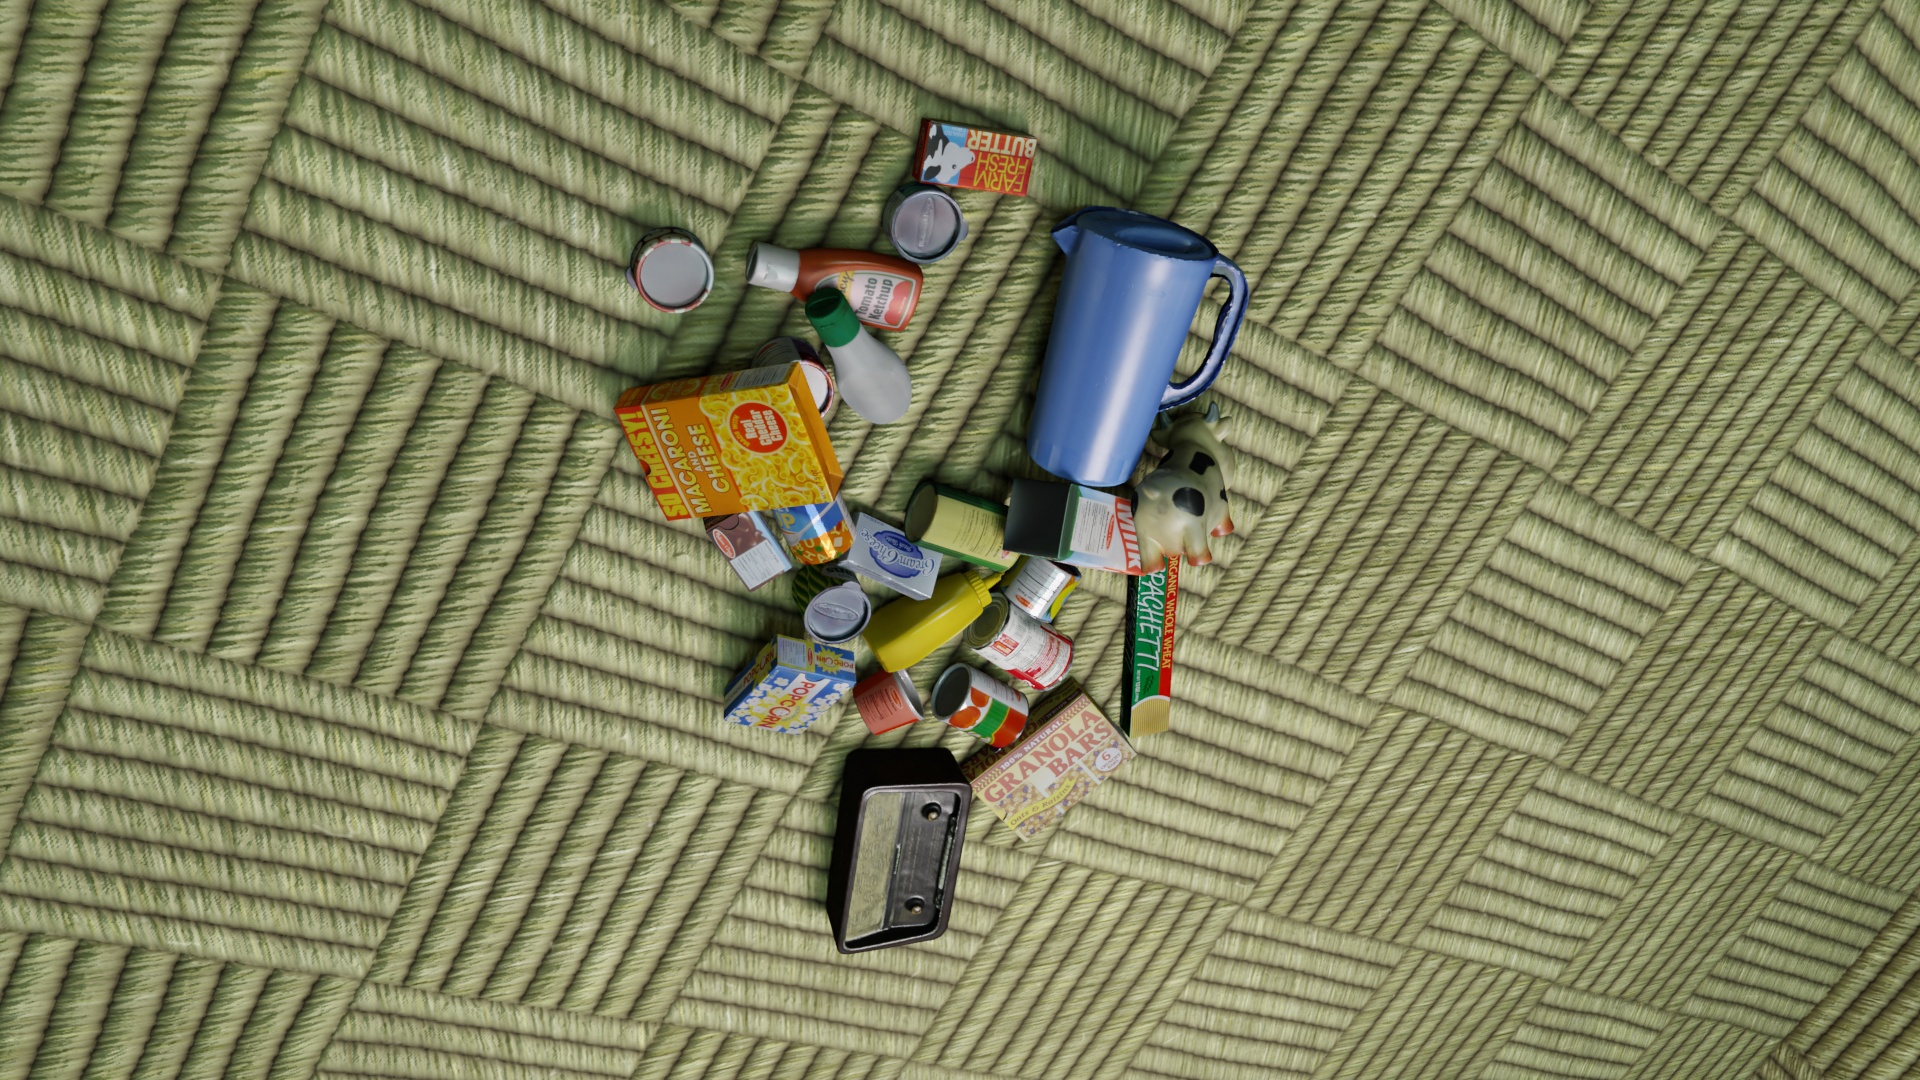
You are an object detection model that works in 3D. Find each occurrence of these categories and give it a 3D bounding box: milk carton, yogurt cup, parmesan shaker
[{"bbox_3d":[0.130,-0.009,1.370,0.191,0.072,0.073,12,87,-49],"label":"milk carton"},{"bbox_3d":[-0.075,0.164,1.427,0.054,0.073,0.072,-27,124,5],"label":"yogurt cup"},{"bbox_3d":[0.005,-0.017,1.355,0.103,0.071,0.071,18,110,-28],"label":"parmesan shaker"}]

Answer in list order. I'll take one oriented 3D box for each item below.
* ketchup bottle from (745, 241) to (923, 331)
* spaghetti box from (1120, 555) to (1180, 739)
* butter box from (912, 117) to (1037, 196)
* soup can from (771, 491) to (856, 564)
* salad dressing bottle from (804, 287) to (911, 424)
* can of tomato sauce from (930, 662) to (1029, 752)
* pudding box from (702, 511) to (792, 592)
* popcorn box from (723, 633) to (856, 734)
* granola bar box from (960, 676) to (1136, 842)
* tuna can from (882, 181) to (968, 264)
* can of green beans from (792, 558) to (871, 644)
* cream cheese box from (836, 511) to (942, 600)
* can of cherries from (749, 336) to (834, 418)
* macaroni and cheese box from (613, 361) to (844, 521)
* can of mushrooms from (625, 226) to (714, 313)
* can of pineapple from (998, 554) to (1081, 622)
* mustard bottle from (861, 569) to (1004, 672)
[{"bbox_3d":[-0.110,-0.226,1.206,0.149,0.044,0.064,9,124,-24],"label":"ketchup bottle"},{"bbox_3d":[0.207,0.108,1.525,0.050,0.029,0.248,-11,121,-16],"label":"spaghetti box"},{"bbox_3d":[0.013,-0.333,1.206,0.104,0.024,0.053,2,116,-22],"label":"butter box"},{"bbox_3d":[-0.143,-0.028,1.290,0.071,0.071,0.083,-25,124,-6],"label":"soup can"},{"bbox_3d":[-0.090,-0.162,1.224,0.064,0.044,0.147,-13,145,15],"label":"salad dressing bottle"},{"bbox_3d":[0.019,0.176,1.467,0.083,0.071,0.071,30,104,-31],"label":"can of tomato sauce"},{"bbox_3d":[-0.200,0.003,1.307,0.050,0.030,0.083,-31,124,-1],"label":"pudding box"},{"bbox_3d":[-0.169,0.143,1.361,0.085,0.038,0.126,16,141,-27],"label":"popcorn box"},{"bbox_3d":[0.099,0.247,1.554,0.165,0.039,0.124,-39,124,3],"label":"granola bar box"},{"bbox_3d":[-0.031,-0.278,1.214,0.071,0.033,0.070,-9,121,-16],"label":"tuna can"},{"bbox_3d":[-0.126,0.058,1.350,0.071,0.058,0.071,-9,121,-16],"label":"can of green beans"},{"bbox_3d":[-0.068,0.016,1.354,0.104,0.024,0.053,26,68,-30],"label":"cream cheese box"},{"bbox_3d":[-0.148,-0.139,1.231,0.071,0.058,0.071,-9,120,-16],"label":"can of cherries"},{"bbox_3d":[-0.200,-0.083,1.206,0.166,0.040,0.123,-7,125,18],"label":"macaroni and cheese box"},{"bbox_3d":[-0.243,-0.225,1.162,0.071,0.033,0.070,-10,121,-17],"label":"can of mushrooms"},{"bbox_3d":[0.082,0.041,1.418,0.071,0.071,0.057,26,106,-31],"label":"can of pineapple"},{"bbox_3d":[-0.019,0.071,1.397,0.160,0.065,0.048,-30,129,-8],"label":"mustard bottle"}]
